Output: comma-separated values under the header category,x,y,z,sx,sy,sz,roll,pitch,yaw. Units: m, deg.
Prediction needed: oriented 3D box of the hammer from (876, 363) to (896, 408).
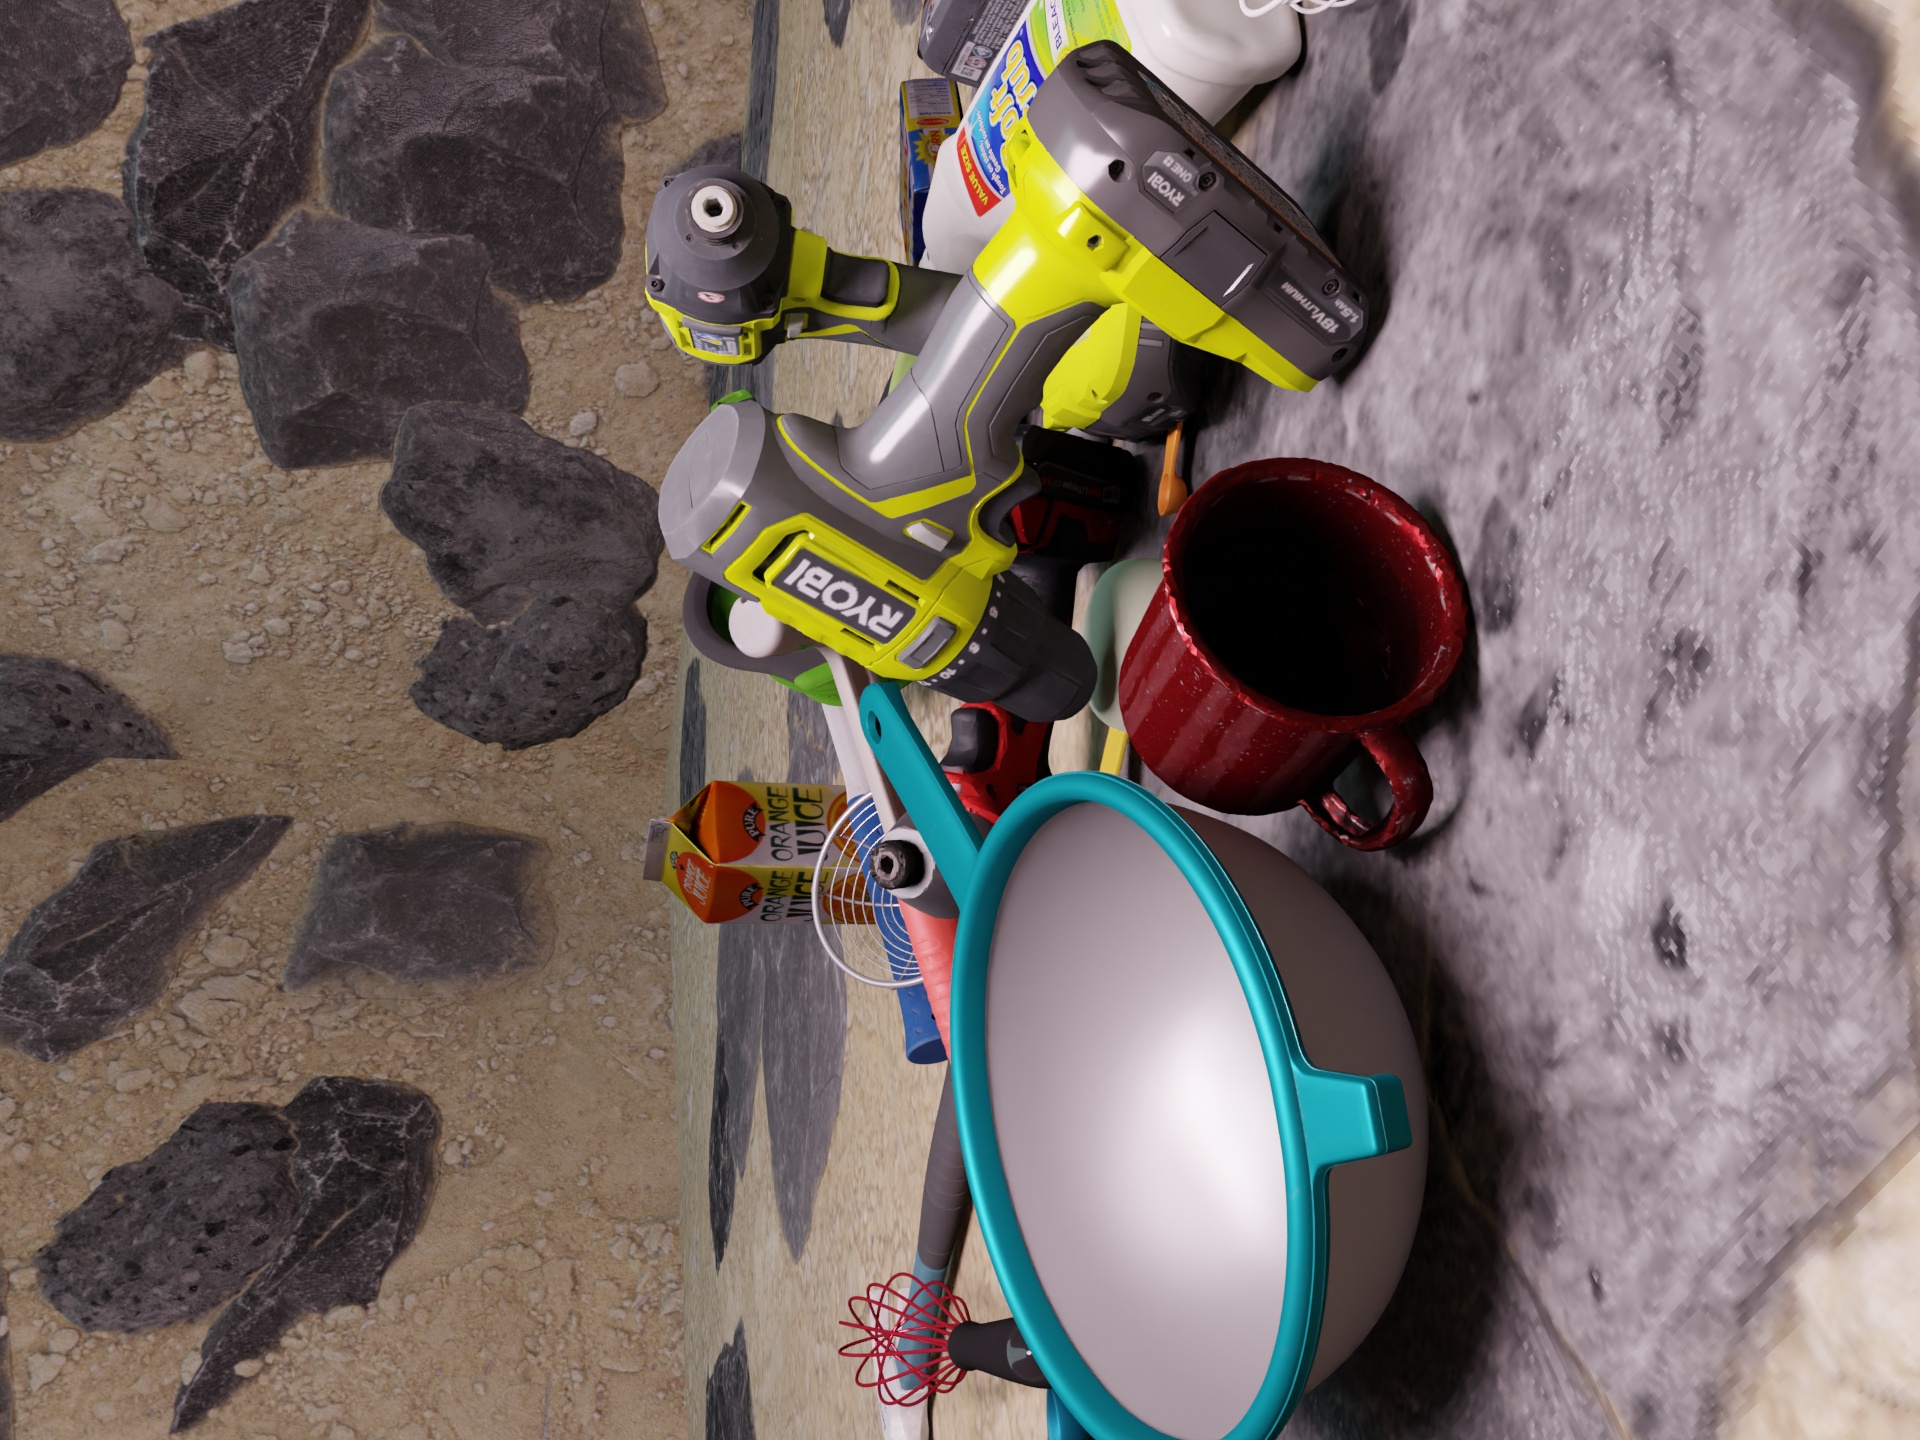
category,x,y,z,sx,sy,sz,roll,pitch,yaw
hammer,-0.069,-0.191,1.190,0.149,0.036,0.408,56,149,12

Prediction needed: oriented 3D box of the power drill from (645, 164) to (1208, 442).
category,x,y,z,sx,sy,sz,roll,pitch,yaw
power drill,-0.015,-0.174,0.654,0.171,0.223,0.080,-156,73,-82

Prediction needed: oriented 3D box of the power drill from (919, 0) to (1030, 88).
category,x,y,z,sx,sy,sz,roll,pitch,yaw
power drill,0.049,-0.445,0.766,0.185,0.084,0.226,154,126,-71

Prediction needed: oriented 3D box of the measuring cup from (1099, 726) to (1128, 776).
category,x,y,z,sx,sy,sz,roll,pitch,yaw
measuring cup,0.074,0.050,0.717,0.062,0.029,0.156,161,123,-75

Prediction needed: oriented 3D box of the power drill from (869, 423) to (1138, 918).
category,x,y,z,sx,sy,sz,roll,pitch,yaw
power drill,0.014,-0.019,0.722,0.078,0.143,0.219,7,95,34

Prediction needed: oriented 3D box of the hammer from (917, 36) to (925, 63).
category,x,y,z,sx,sy,sz,roll,pitch,yaw
hammer,0.022,-0.426,0.967,0.337,0.034,0.127,-107,23,-52

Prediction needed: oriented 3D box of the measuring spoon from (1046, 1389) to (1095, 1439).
category,x,y,z,sx,sy,sz,roll,pitch,yaw
measuring spoon,0.053,0.367,0.746,0.042,0.021,0.128,-107,14,-70

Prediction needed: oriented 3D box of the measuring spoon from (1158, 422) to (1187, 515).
category,x,y,z,sx,sy,sz,roll,pitch,yaw
measuring spoon,0.099,-0.144,0.675,0.021,0.011,0.117,-127,45,-79

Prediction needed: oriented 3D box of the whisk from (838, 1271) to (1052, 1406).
category,x,y,z,sx,sy,sz,roll,pitch,yaw
whisk,-0.002,0.320,0.816,0.295,0.073,0.073,137,135,-62

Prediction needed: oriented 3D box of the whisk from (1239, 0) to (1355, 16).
category,x,y,z,sx,sy,sz,roll,pitch,yaw
whisk,0.143,-0.256,0.455,0.058,0.059,0.246,-60,19,-4

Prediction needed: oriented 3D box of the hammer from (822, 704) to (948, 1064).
category,x,y,z,sx,sy,sz,roll,pitch,yaw
hammer,-0.061,0.045,1.083,0.035,0.144,0.406,106,152,-48

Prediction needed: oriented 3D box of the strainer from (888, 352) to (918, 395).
category,x,y,z,sx,sy,sz,roll,pitch,yaw
strainer,0.004,-0.201,0.926,0.152,0.069,0.256,-118,35,-66

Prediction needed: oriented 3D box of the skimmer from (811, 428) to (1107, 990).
category,x,y,z,sx,sy,sz,roll,pitch,yaw
skimmer,-0.001,-0.003,0.867,0.127,0.090,0.363,47,137,33

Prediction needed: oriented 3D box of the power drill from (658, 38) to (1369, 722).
category,x,y,z,sx,sy,sz,roll,pitch,yaw
power drill,0.029,-0.101,0.573,0.228,0.190,0.080,-45,36,26

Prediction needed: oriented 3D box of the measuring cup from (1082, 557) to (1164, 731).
category,x,y,z,sx,sy,sz,roll,pitch,yaw
measuring cup,0.087,-0.036,0.633,0.167,0.038,0.083,156,116,-76

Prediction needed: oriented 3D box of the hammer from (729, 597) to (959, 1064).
category,x,y,z,sx,sy,sz,roll,pitch,yaw
hammer,-0.005,0.101,0.777,0.037,0.149,0.359,-23,82,33

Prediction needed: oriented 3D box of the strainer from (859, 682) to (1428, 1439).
category,x,y,z,sx,sy,sz,roll,pitch,yaw
strainer,0.057,0.083,0.553,0.341,0.095,0.210,-123,38,-49

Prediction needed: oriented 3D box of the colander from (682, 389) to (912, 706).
category,x,y,z,sx,sy,sz,roll,pitch,yaw
colander,-0.104,-0.122,1.135,0.398,0.204,0.094,58,175,49

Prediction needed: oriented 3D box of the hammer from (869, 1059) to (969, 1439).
category,x,y,z,sx,sy,sz,roll,pitch,yaw
hammer,-0.014,0.315,0.969,0.128,0.033,0.330,-117,33,-60
